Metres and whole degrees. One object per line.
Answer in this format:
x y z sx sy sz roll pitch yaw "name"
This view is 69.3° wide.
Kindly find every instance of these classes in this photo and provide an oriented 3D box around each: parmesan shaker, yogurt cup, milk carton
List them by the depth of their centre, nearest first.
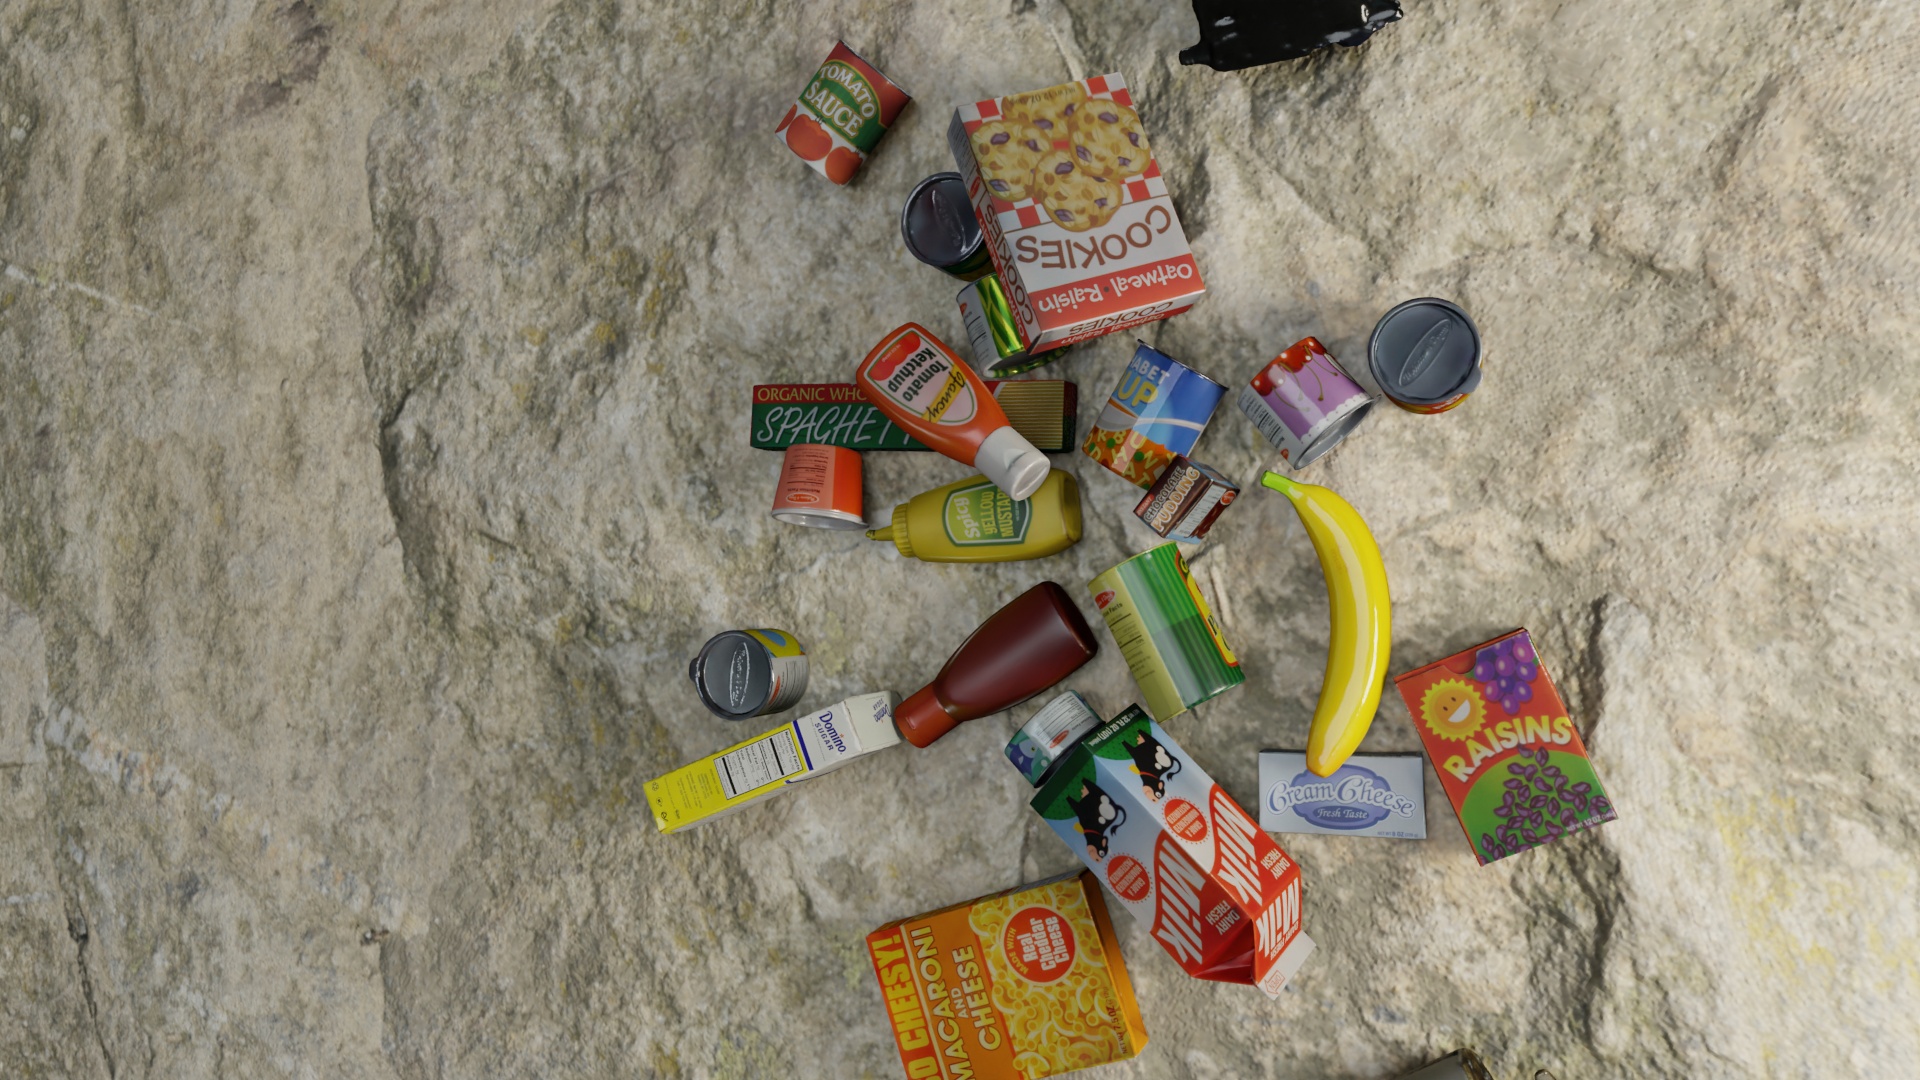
0.144 0.205 0.893 0.191 0.072 0.073 45 127 16 "milk carton"
0.136 0.061 0.918 0.071 0.071 0.103 -30 79 18 "parmesan shaker"
-0.102 -0.039 1.015 0.072 0.072 0.054 2 81 21 "yogurt cup"

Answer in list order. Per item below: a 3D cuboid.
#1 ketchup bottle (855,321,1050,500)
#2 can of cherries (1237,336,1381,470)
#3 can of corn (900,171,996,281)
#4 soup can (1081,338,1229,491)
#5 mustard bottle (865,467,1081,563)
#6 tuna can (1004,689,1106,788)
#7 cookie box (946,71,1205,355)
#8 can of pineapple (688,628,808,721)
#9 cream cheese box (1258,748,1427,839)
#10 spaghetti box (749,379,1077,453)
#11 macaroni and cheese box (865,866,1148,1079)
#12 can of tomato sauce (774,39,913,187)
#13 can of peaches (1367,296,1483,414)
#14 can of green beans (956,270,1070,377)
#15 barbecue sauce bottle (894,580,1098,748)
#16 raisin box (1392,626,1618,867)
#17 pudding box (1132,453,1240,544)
-0.002 -0.085 0.948 0.065 0.043 0.149 -44 65 -7 "ketchup bottle"
0.222 -0.089 0.889 0.071 0.071 0.058 -43 73 15 "can of cherries"
0.002 -0.222 0.983 0.071 0.058 0.071 -1 88 22 "can of corn"
0.126 -0.082 0.923 0.071 0.071 0.083 33 100 19 "soup can"
0.003 -0.012 0.979 0.160 0.049 0.065 -9 80 21 "mustard bottle"
0.064 0.135 0.943 0.033 0.071 0.071 47 104 17 "tuna can"
0.076 -0.220 0.932 0.123 0.040 0.167 -17 80 -16 "cookie box"
-0.156 0.098 1.032 0.071 0.058 0.071 -1 88 21 "can of pineapple"
0.244 0.162 0.892 0.104 0.024 0.053 -2 86 21 "cream cheese box"
-0.039 -0.089 1.010 0.250 0.029 0.050 2 88 21 "spaghetti box"
0.031 0.309 0.961 0.166 0.040 0.124 -20 81 19 "macaroni and cheese box"
-0.086 -0.311 1.014 0.071 0.071 0.083 43 104 17 "can of tomato sauce"
0.292 -0.112 0.865 0.071 0.058 0.071 -1 88 21 "can of peaches"
0.037 -0.151 0.962 0.071 0.071 0.058 -21 82 20 "can of green beans"
0.021 0.093 0.972 0.148 0.044 0.065 -36 76 17 "barbecue sauce bottle"
0.332 0.125 0.851 0.086 0.040 0.123 -26 78 20 "raisin box"
0.148 -0.025 0.905 0.030 0.084 0.049 42 103 20 "pudding box"
